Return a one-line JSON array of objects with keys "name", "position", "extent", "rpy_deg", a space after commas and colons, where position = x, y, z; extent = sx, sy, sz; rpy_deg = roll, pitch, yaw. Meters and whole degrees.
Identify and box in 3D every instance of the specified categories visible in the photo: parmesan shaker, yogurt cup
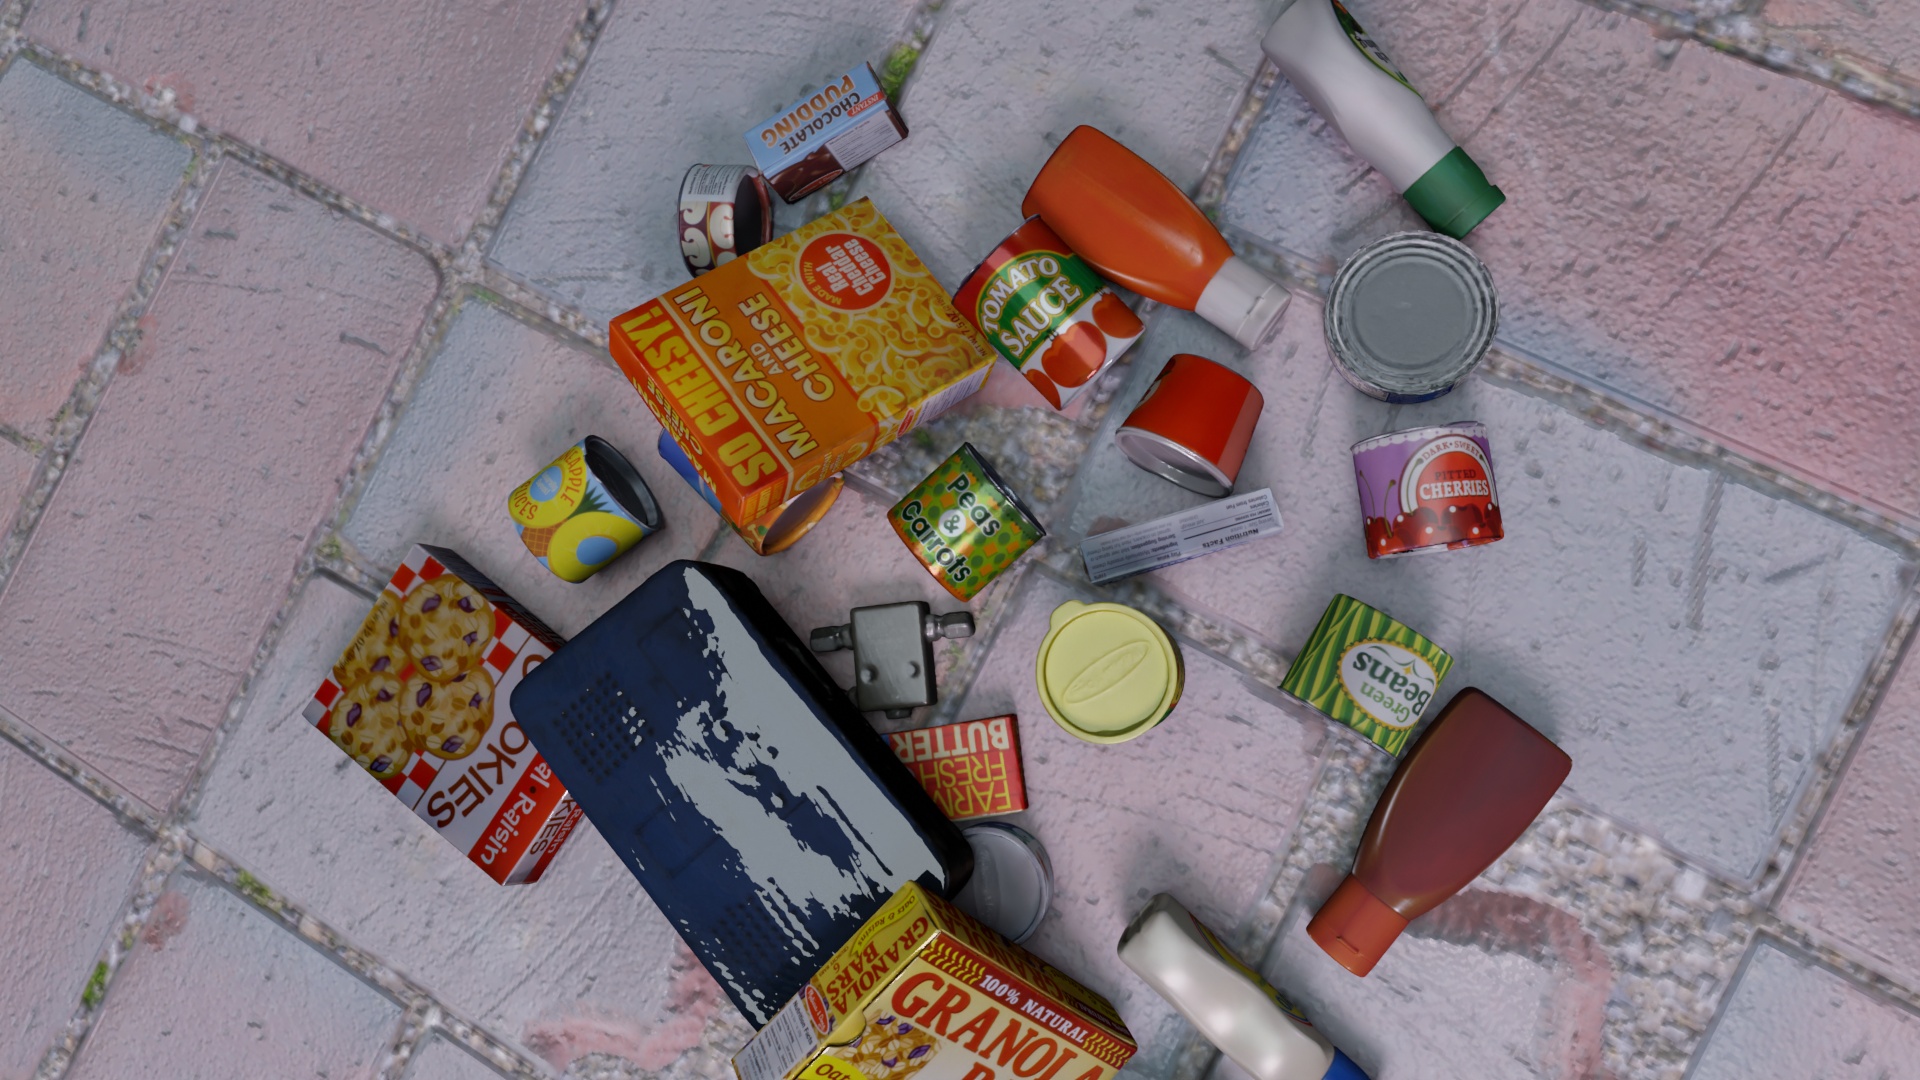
[{"name": "parmesan shaker", "position": [0.077, 0.064, 0.698], "extent": [0.071, 0.103, 0.071], "rpy_deg": [-1, 84, 12]}, {"name": "yogurt cup", "position": [0.122, -0.061, 0.724], "extent": [0.072, 0.072, 0.054], "rpy_deg": [27, 83, 14]}]

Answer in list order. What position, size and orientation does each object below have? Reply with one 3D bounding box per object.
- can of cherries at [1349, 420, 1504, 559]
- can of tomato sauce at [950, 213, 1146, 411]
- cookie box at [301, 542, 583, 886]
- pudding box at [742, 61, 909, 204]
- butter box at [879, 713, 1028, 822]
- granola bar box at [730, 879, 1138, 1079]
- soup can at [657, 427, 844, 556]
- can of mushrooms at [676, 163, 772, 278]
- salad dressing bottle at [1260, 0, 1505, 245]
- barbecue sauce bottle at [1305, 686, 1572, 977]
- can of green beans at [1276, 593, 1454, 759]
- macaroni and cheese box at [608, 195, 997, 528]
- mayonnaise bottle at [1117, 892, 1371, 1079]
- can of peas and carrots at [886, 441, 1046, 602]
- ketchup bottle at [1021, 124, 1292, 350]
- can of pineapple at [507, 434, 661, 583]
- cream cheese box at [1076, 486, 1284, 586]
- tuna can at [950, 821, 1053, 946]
[{"name": "can of cherries", "position": [0.233, -0.024, 0.691], "extent": [0.071, 0.071, 0.058], "rpy_deg": [-8, 83, 11]}, {"name": "can of tomato sauce", "position": [0.047, -0.119, 0.735], "extent": [0.071, 0.071, 0.083], "rpy_deg": [-44, 89, 5]}, {"name": "cookie box", "position": [-0.280, 0.099, 0.804], "extent": [0.167, 0.040, 0.123], "rpy_deg": [35, 91, 15]}, {"name": "pudding box", "position": [-0.076, -0.231, 0.792], "extent": [0.083, 0.049, 0.030], "rpy_deg": [-29, 78, 8]}, {"name": "butter box", "position": [-0.016, 0.127, 0.752], "extent": [0.103, 0.024, 0.053], "rpy_deg": [-11, 82, 11]}, {"name": "granola bar box", "position": [-0.008, 0.250, 0.673], "extent": [0.124, 0.165, 0.039], "rpy_deg": [-46, 36, 4]}, {"name": "soup can", "position": [-0.117, -0.041, 0.773], "extent": [0.084, 0.071, 0.071], "rpy_deg": [45, 94, 12]}, {"name": "can of mushrooms", "position": [-0.133, -0.179, 0.791], "extent": [0.033, 0.071, 0.071], "rpy_deg": [3, 85, 12]}, {"name": "salad dressing bottle", "position": [0.221, -0.220, 0.723], "extent": [0.044, 0.064, 0.147], "rpy_deg": [-42, 85, 24]}, {"name": "barbecue sauce bottle", "position": [0.231, 0.147, 0.687], "extent": [0.065, 0.043, 0.148], "rpy_deg": [38, 93, 14]}, {"name": "can of green beans", "position": [0.201, 0.067, 0.690], "extent": [0.071, 0.071, 0.058], "rpy_deg": [32, 91, 13]}, {"name": "macaroni and cheese box", "position": [-0.083, -0.098, 0.744], "extent": [0.167, 0.040, 0.124], "rpy_deg": [-32, 76, -25]}, {"name": "mayonnaise bottle", "position": [0.145, 0.239, 0.688], "extent": [0.148, 0.064, 0.041], "rpy_deg": [40, 90, 9]}, {"name": "can of peas and carrots", "position": [0.003, -0.009, 0.739], "extent": [0.058, 0.071, 0.071], "rpy_deg": [-41, 78, 6]}, {"name": "ketchup bottle", "position": [0.107, -0.159, 0.747], "extent": [0.149, 0.043, 0.064], "rpy_deg": [38, 99, 13]}, {"name": "can of pineapple", "position": [-0.214, -0.018, 0.788], "extent": [0.058, 0.071, 0.071], "rpy_deg": [-35, 78, 7]}, {"name": "cream cheese box", "position": [0.115, -0.002, 0.723], "extent": [0.104, 0.053, 0.024], "rpy_deg": [-17, 83, 10]}, {"name": "tuna can", "position": [0.013, 0.183, 0.735], "extent": [0.071, 0.033, 0.071], "rpy_deg": [-1, 84, 12]}]
